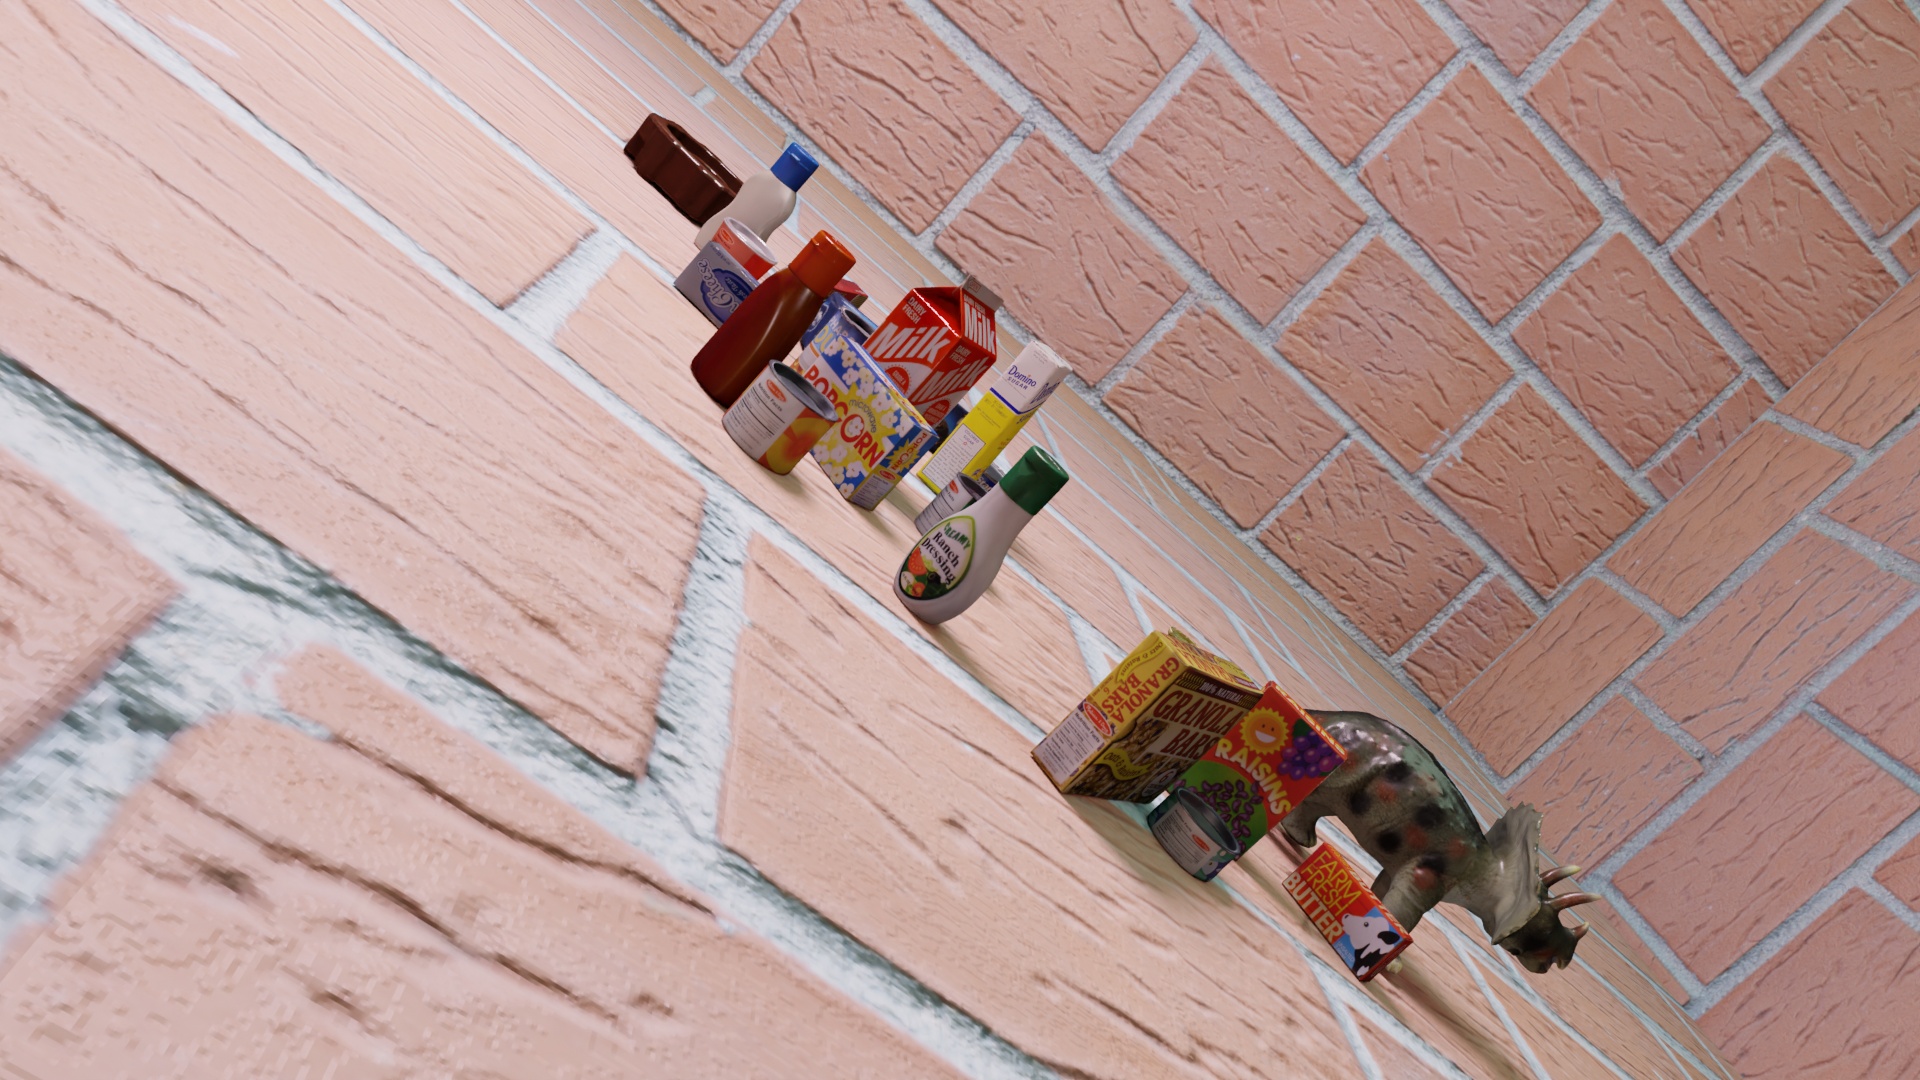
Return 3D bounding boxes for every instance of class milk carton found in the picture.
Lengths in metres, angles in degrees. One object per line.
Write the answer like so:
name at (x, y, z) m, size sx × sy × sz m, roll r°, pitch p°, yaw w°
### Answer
milk carton at (-0.040, -0.150, 1.214) m, size 0.073 × 0.190 × 0.072 m, roll 49°, pitch 13°, yaw 25°

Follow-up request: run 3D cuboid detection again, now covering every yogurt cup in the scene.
yogurt cup at (-0.225, -0.283, 1.395) m, size 0.072 × 0.054 × 0.072 m, roll 41°, pitch 12°, yaw -11°

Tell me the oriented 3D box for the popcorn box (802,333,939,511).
popcorn box at (-0.087, -0.098, 1.141) m, size 0.127 × 0.085 × 0.038 m, roll 51°, pitch 14°, yaw 32°

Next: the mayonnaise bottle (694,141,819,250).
mayonnaise bottle at (-0.207, -0.344, 1.438) m, size 0.065 × 0.148 × 0.041 m, roll 45°, pitch 12°, yaw 5°

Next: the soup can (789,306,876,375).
soup can at (-0.113, -0.165, 1.283) m, size 0.071 × 0.083 × 0.071 m, roll 41°, pitch 12°, yaw -11°

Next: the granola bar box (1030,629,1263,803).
granola bar box at (0.138, 0.131, 0.992) m, size 0.039 × 0.124 × 0.165 m, roll 50°, pitch 14°, yaw 29°

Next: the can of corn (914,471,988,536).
can of corn at (0.004, -0.015, 1.215) m, size 0.071 × 0.058 × 0.071 m, roll 41°, pitch 12°, yaw -11°

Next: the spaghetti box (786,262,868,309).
spaghetti box at (-0.163, -0.280, 1.592) m, size 0.029 × 0.050 × 0.250 m, roll 44°, pitch 12°, yaw 5°

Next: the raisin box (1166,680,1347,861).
raisin box at (0.240, 0.187, 1.131) m, size 0.086 × 0.123 × 0.040 m, roll 46°, pitch 12°, yaw 11°

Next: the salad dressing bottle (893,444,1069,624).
salad dressing bottle at (0.016, -0.005, 1.005) m, size 0.044 × 0.147 × 0.064 m, roll 29°, pitch 18°, yaw -50°

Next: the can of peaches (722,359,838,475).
can of peaches at (-0.133, -0.090, 1.032) m, size 0.071 × 0.058 × 0.071 m, roll 41°, pitch 12°, yaw -11°

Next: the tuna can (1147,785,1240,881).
tuna can at (0.173, 0.217, 1.030) m, size 0.071 × 0.032 × 0.071 m, roll 41°, pitch 12°, yaw -11°

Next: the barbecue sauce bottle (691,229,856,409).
barbecue sauce bottle at (-0.141, -0.170, 1.060) m, size 0.043 × 0.148 × 0.065 m, roll 32°, pitch 16°, yaw -44°

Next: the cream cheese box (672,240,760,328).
cream cheese box at (-0.201, -0.212, 1.237) m, size 0.104 × 0.053 × 0.024 m, roll 44°, pitch 12°, yaw 3°

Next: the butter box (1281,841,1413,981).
butter box at (0.318, 0.305, 1.146) m, size 0.024 × 0.053 × 0.104 m, roll 29°, pitch 19°, yaw -51°
